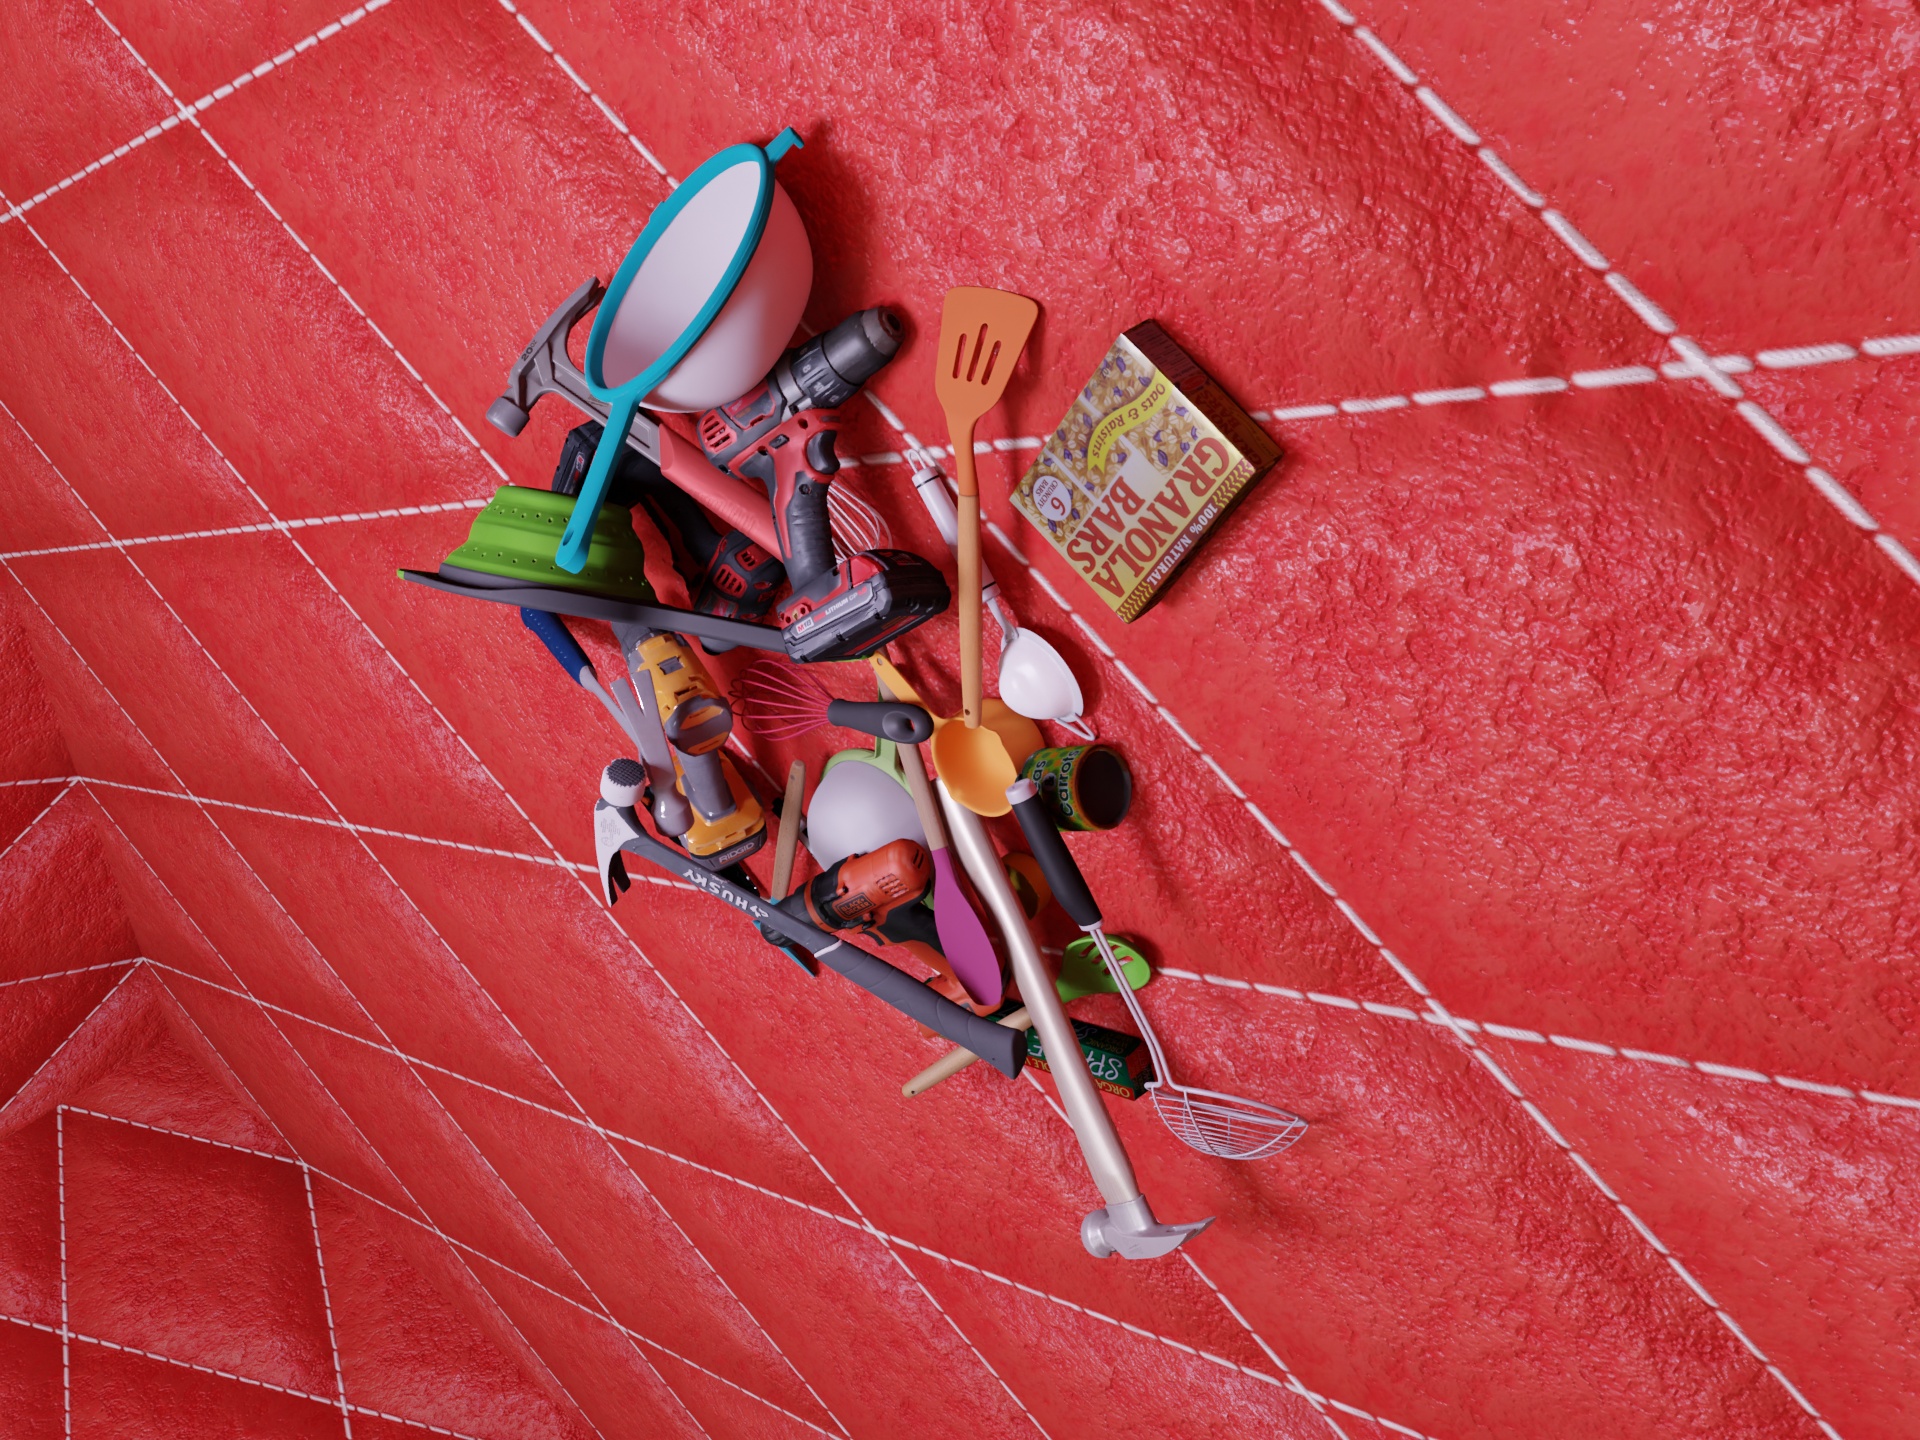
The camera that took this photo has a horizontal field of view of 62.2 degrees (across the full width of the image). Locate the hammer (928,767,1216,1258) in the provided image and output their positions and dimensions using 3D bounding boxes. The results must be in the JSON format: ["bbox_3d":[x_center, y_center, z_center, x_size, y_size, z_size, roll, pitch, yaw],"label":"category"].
[{"bbox_3d":[0.073,0.228,1.269,0.146,0.038,0.411,-35,75,56],"label":"hammer"}]

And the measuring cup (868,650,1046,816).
[{"bbox_3d":[-0.002,-0.004,1.266,0.174,0.052,0.095,47,140,13],"label":"measuring cup"}]

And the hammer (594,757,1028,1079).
[{"bbox_3d":[-0.127,0.180,1.302,0.409,0.036,0.149,28,132,9],"label":"hammer"}]

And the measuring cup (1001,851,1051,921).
[{"bbox_3d":[0.065,0.180,1.349,0.062,0.029,0.156,5,123,43],"label":"measuring cup"}]

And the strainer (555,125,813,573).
[{"bbox_3d":[-0.191,-0.243,1.132,0.095,0.340,0.211,29,159,-36],"label":"strainer"}]

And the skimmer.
[{"bbox_3d":[0.146,0.189,1.215,0.127,0.090,0.363,-11,111,56],"label":"skimmer"}]

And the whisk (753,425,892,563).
[{"bbox_3d":[-0.138,-0.208,1.264,0.058,0.059,0.246,-40,80,7],"label":"whisk"}]

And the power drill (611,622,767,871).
[{"bbox_3d":[-0.256,0.009,1.463,0.186,0.084,0.226,50,158,38],"label":"power drill"}]

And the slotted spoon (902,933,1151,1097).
[{"bbox_3d":[0.047,0.258,1.364,0.070,0.031,0.313,38,128,-16],"label":"slotted spoon"}]

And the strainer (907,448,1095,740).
[{"bbox_3d":[0.022,-0.088,1.194,0.258,0.050,0.087,62,154,-3],"label":"strainer"}]

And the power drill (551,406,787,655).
[{"bbox_3d":[-0.252,-0.159,1.387,0.220,0.078,0.143,44,139,7],"label":"power drill"}]

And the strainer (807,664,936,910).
[{"bbox_3d":[-0.082,0.065,1.377,0.152,0.069,0.256,31,136,26],"label":"strainer"}]

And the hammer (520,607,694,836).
[{"bbox_3d":[-0.340,-0.041,1.464,0.406,0.035,0.144,39,145,53],"label":"hammer"}]

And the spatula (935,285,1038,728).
[{"bbox_3d":[0.013,-0.142,1.137,0.081,0.041,0.322,21,124,35],"label":"spatula"}]

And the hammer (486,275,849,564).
[{"bbox_3d":[-0.209,-0.209,1.304,0.359,0.149,0.036,36,176,7],"label":"hammer"}]

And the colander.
[{"bbox_3d":[-0.254,-0.124,1.291,0.397,0.204,0.094,11,94,13],"label":"colander"}]

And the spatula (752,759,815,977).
[{"bbox_3d":[-0.165,0.144,1.527,0.082,0.044,0.317,37,139,22],"label":"spatula"}]

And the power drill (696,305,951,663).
[{"bbox_3d":[-0.088,-0.173,1.168,0.188,0.080,0.227,-27,79,32],"label":"power drill"}]

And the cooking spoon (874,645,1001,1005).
[{"bbox_3d":[-0.024,0.079,1.292,0.069,0.017,0.319,-18,89,54],"label":"cooking spoon"}]

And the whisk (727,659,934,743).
[{"bbox_3d":[-0.112,-0.009,1.328,0.296,0.073,0.073,9,124,53],"label":"whisk"}]
